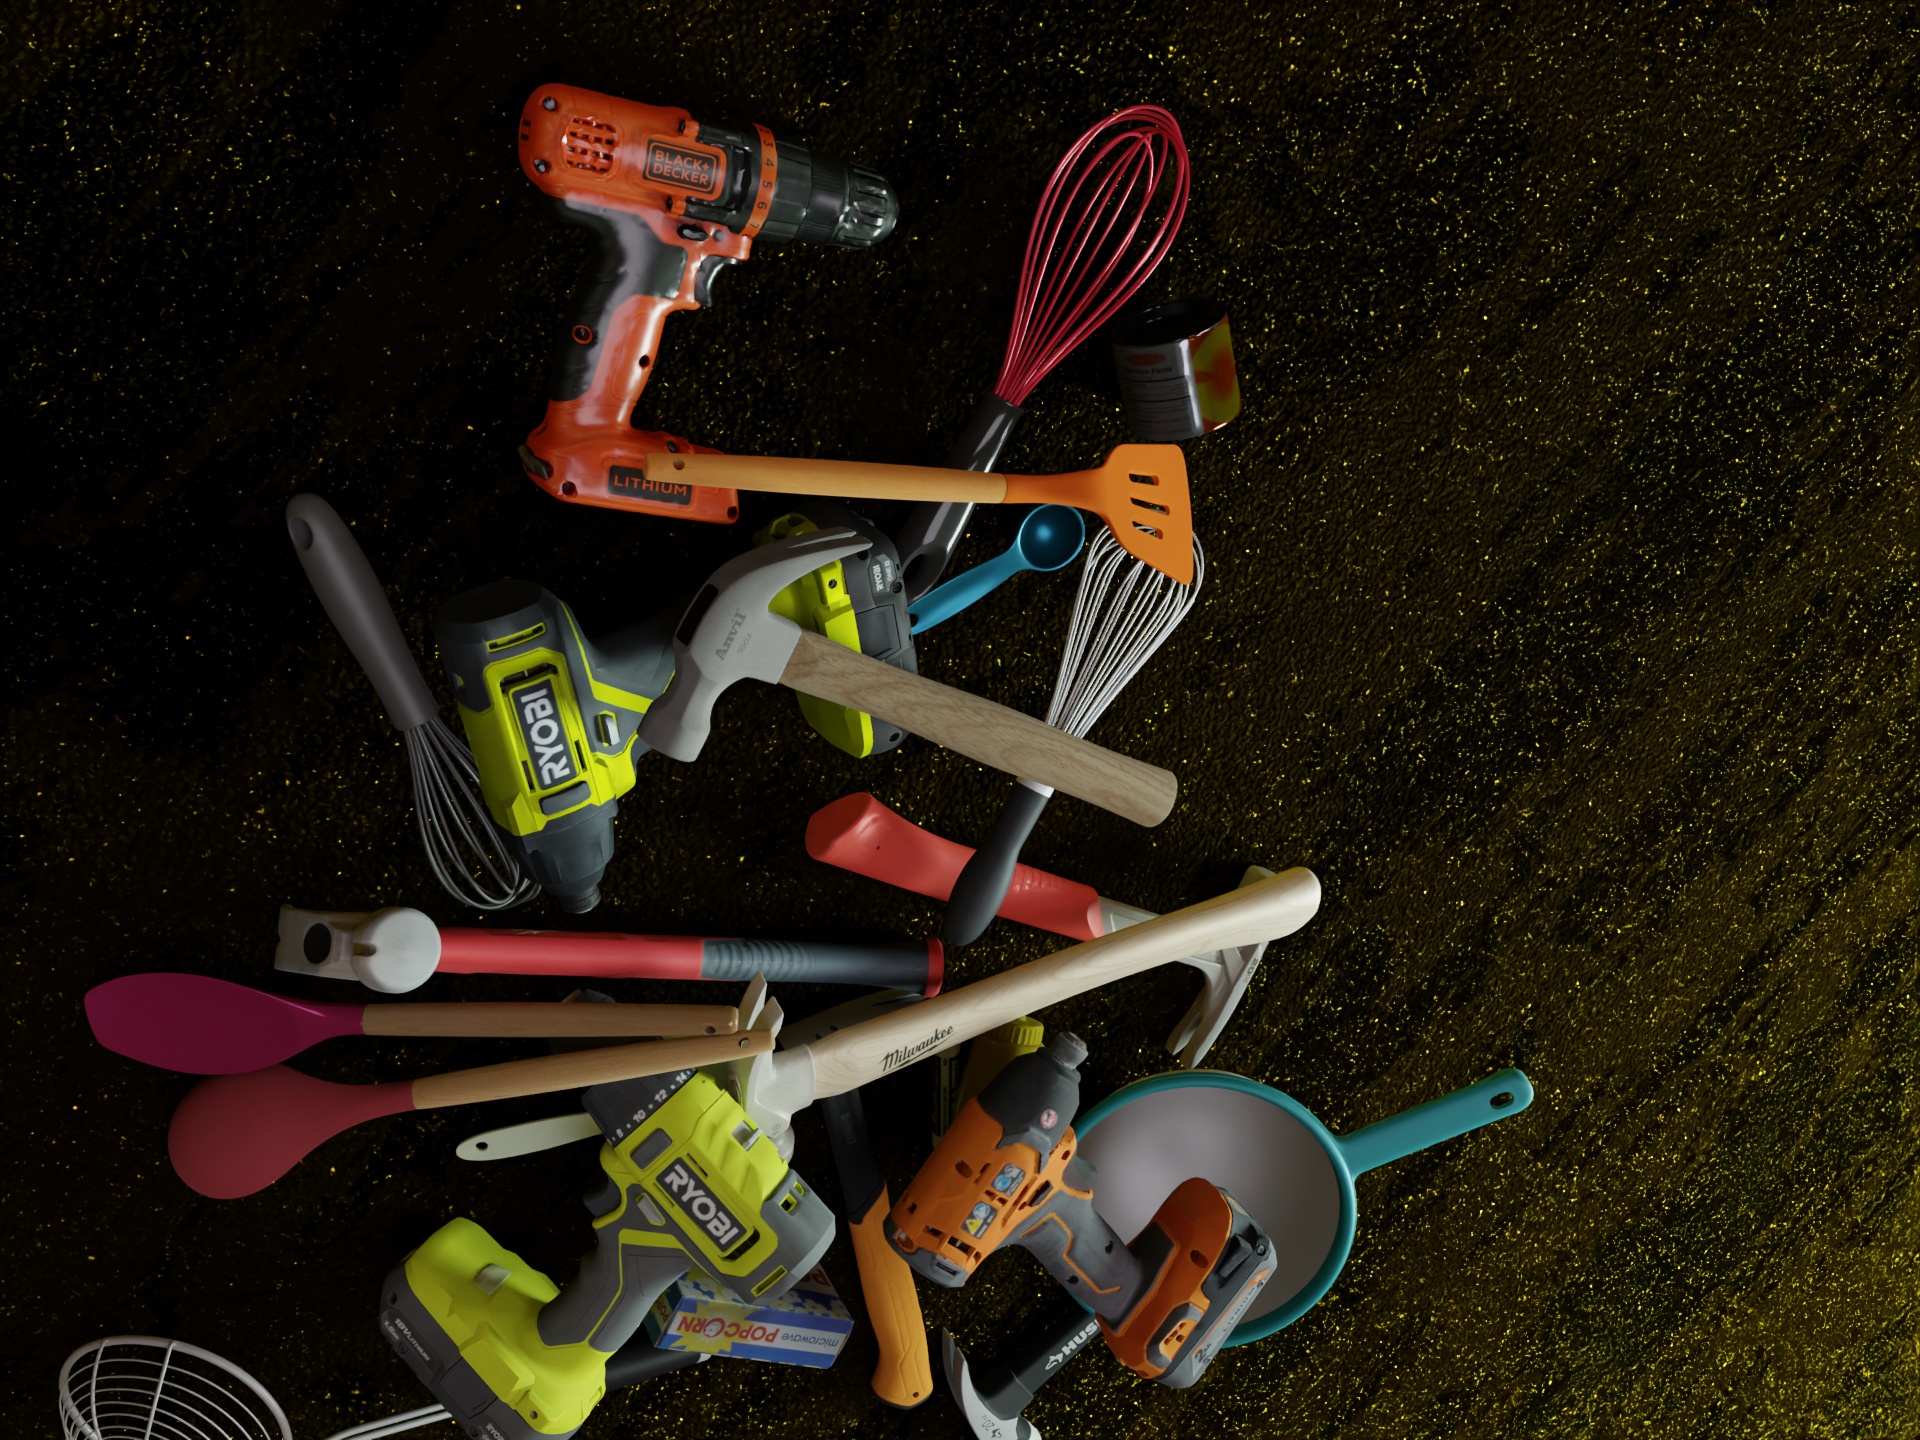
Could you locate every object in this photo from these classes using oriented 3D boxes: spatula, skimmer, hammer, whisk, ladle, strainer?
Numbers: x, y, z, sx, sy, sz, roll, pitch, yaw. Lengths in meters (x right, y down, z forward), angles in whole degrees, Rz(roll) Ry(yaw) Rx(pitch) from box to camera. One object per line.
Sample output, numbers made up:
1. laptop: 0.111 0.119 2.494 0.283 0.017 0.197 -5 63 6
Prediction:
1. spatula: -0.005 -0.117 0.817 0.322 0.041 0.081 0 82 -26
2. skimmer: -0.318 0.378 0.932 0.363 0.090 0.127 2 129 -40
3. hammer: 0.132 0.408 1.183 0.335 0.035 0.146 -38 125 -8
4. hammer: 0.055 0.125 1.014 0.358 0.037 0.149 20 101 -34
5. whisk: 0.061 0.005 0.931 0.070 0.070 0.284 26 92 -34
6. whisk: 0.035 -0.189 0.852 0.073 0.073 0.295 21 107 -33
7. hammer: -0.052 0.328 1.050 0.127 0.034 0.336 -19 120 -18
8. ladle: -0.251 0.188 0.811 0.315 0.069 0.031 -9 161 -2
9. whisk: -0.270 -0.003 0.783 0.055 0.055 0.238 -27 117 -15
10. hammer: 0.054 0.152 0.959 0.410 0.038 0.146 -15 136 -26
11. strainer: 0.218 0.295 1.096 0.340 0.095 0.211 -24 103 8
12. hammer: -0.001 -0.003 0.833 0.331 0.031 0.130 21 100 -39
13. hammer: -0.168 0.129 0.875 0.386 0.143 0.038 10 80 -42

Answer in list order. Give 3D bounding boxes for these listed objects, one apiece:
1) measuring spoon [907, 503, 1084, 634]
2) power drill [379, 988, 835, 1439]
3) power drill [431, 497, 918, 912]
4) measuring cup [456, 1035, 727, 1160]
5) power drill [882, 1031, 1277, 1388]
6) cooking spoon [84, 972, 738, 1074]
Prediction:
1. measuring spoon: 0.012 -0.086 0.912 0.128 0.021 0.042 -31 124 -2
2. power drill: -0.206 0.274 0.868 0.228 0.080 0.190 -43 88 15
3. power drill: -0.136 -0.011 0.807 0.223 0.080 0.171 -24 121 -26
4. measuring cup: -0.208 0.221 0.925 0.167 0.038 0.083 -13 120 -5
5. power drill: 0.084 0.299 0.981 0.226 0.084 0.164 35 90 -22
6. cooking spoon: -0.272 0.150 0.799 0.319 0.017 0.068 1 123 -4
